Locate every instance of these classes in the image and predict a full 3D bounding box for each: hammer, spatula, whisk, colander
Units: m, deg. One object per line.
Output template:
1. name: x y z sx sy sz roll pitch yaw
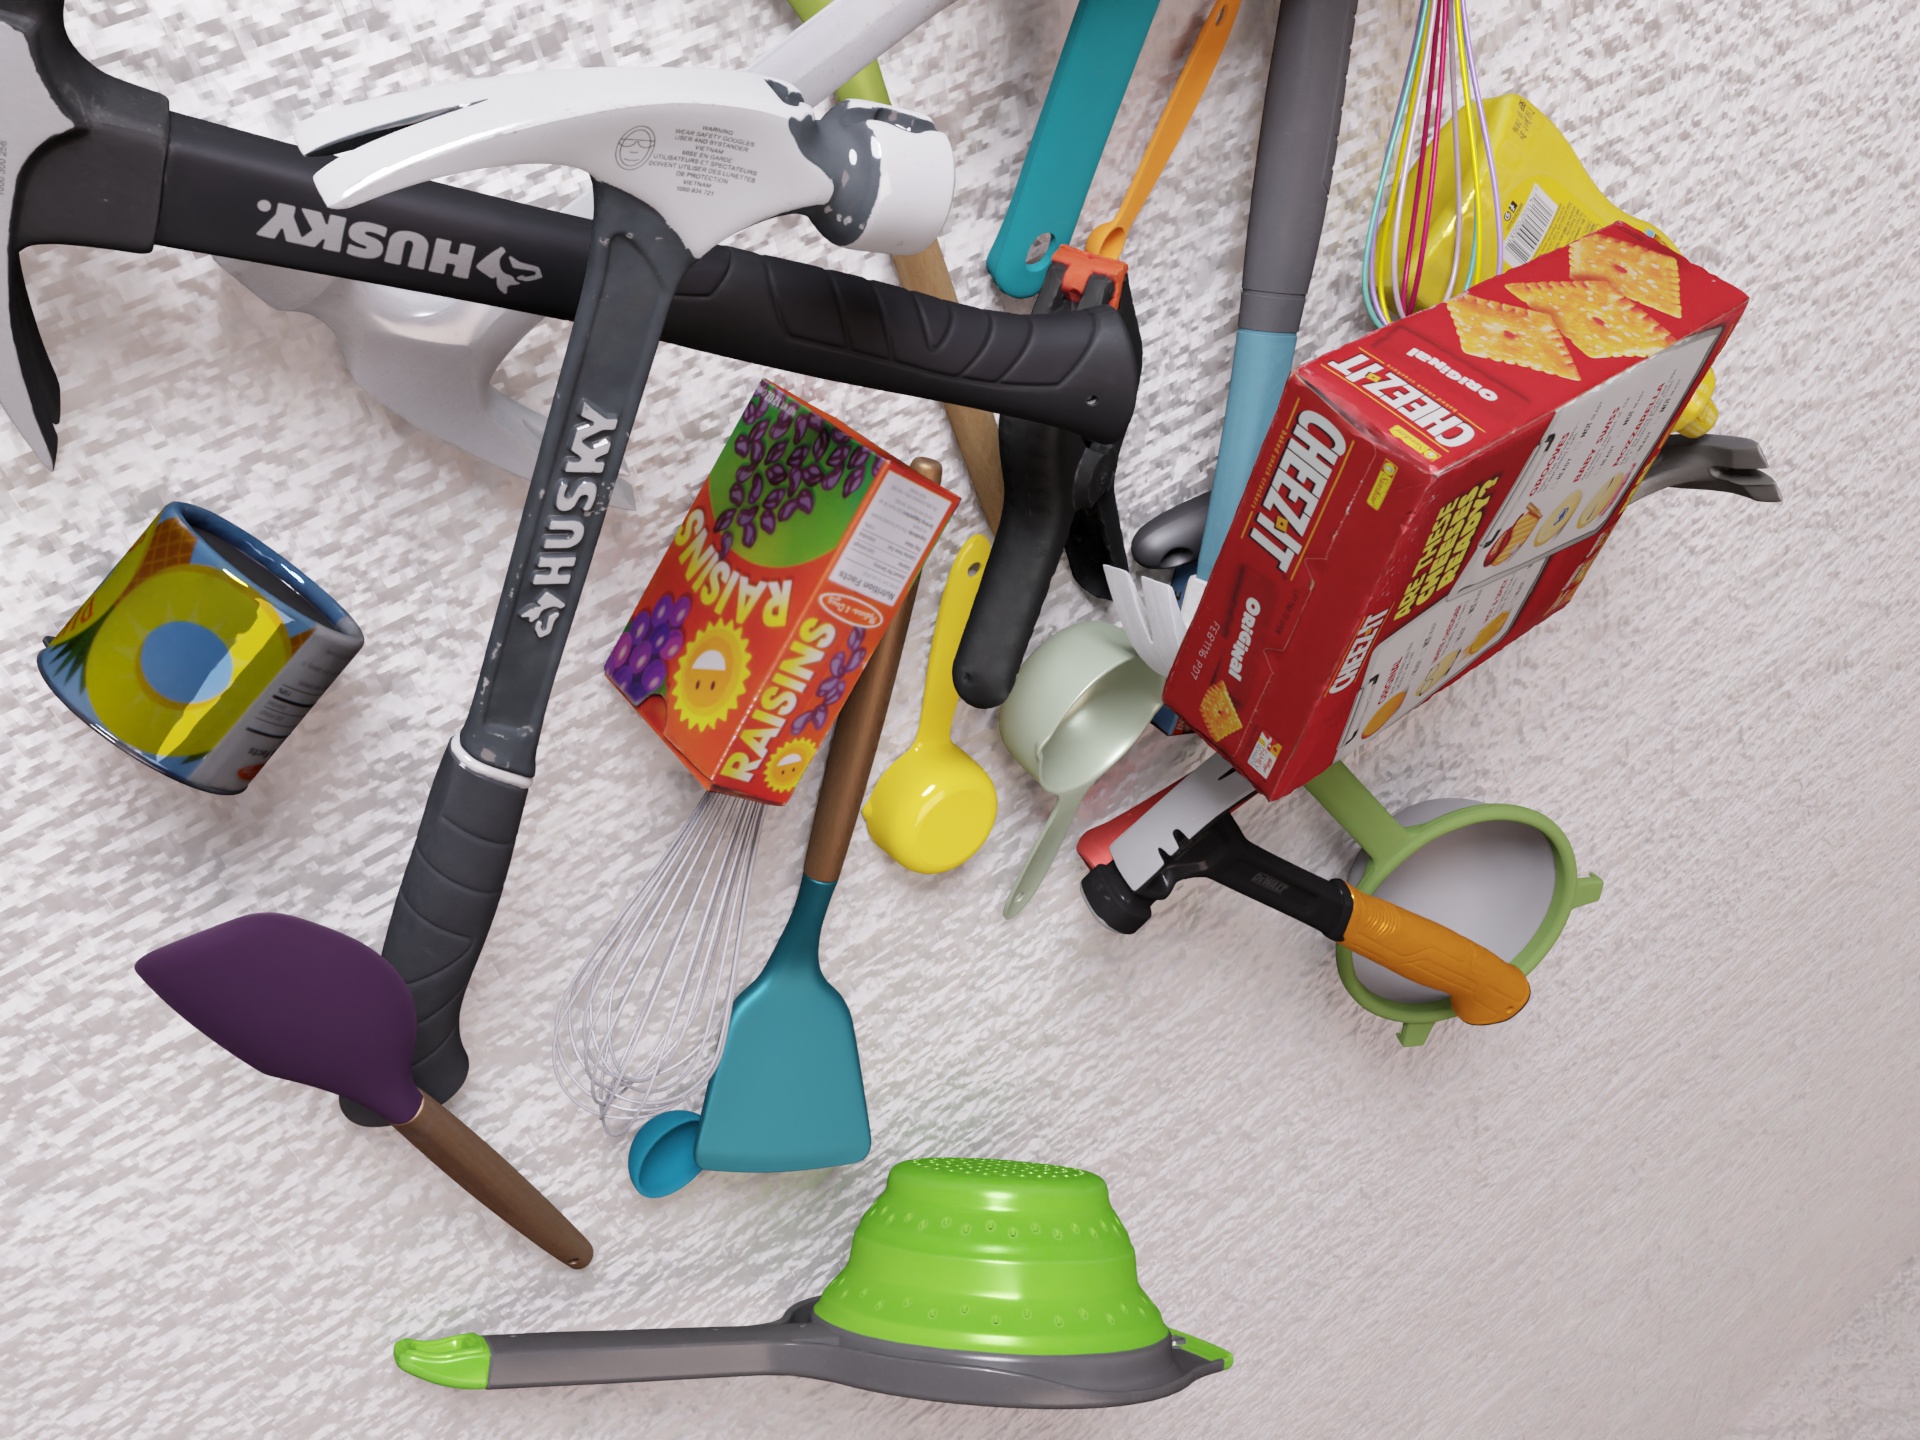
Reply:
1. hammer: 0.123 -0.167 0.622 0.128 0.033 0.331 -12 116 -43
2. hammer: 0.212 -0.027 0.768 0.359 0.149 0.036 -36 107 -6
3. spatula: -0.047 0.047 0.657 0.082 0.044 0.317 5 114 -24
4. spatula: -0.190 0.149 0.581 0.060 0.018 0.315 -21 144 -5
5. hammer: -0.140 0.000 0.473 0.149 0.036 0.408 -5 138 -36
6. whisk: -0.087 0.032 0.612 0.070 0.070 0.284 15 103 -44
7. hammer: -0.003 -0.204 0.439 0.405 0.035 0.143 -33 140 11
8. hammer: -0.091 -0.116 0.439 0.334 0.035 0.146 5 132 -31
9. whisk: 0.179 -0.116 0.728 0.239 0.055 0.055 -23 130 -20
10. colander: -0.057 0.259 0.755 0.396 0.204 0.094 8 79 -25
11. whisk: 0.178 -0.262 0.603 0.051 0.047 0.245 -2 105 -1
12. hammer: 0.207 0.096 0.801 0.127 0.034 0.336 -45 135 20

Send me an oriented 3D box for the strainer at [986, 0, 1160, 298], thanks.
1. strainer: 0.051 -0.295 0.487 0.211 0.095 0.340 -12 145 -28

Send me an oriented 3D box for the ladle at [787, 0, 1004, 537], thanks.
1. ladle: -0.017 -0.169 0.529 0.078 0.062 0.319 -27 136 -4

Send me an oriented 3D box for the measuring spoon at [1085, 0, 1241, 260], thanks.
1. measuring spoon: 0.075 -0.224 0.598 0.117 0.011 0.021 -63 157 10

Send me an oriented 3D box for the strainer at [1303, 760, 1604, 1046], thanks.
1. strainer: 0.242 0.069 0.900 0.151 0.069 0.256 -43 121 9

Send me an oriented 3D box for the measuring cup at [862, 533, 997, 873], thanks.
1. measuring cup: -0.001 -0.002 0.670 0.062 0.029 0.156 -10 125 -34

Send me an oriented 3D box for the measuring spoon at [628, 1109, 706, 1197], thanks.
1. measuring spoon: -0.101 0.184 0.731 0.128 0.021 0.042 -6 121 -47

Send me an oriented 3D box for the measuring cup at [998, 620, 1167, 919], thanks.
1. measuring cup: 0.038 0.025 0.721 0.083 0.038 0.167 -20 144 -40
